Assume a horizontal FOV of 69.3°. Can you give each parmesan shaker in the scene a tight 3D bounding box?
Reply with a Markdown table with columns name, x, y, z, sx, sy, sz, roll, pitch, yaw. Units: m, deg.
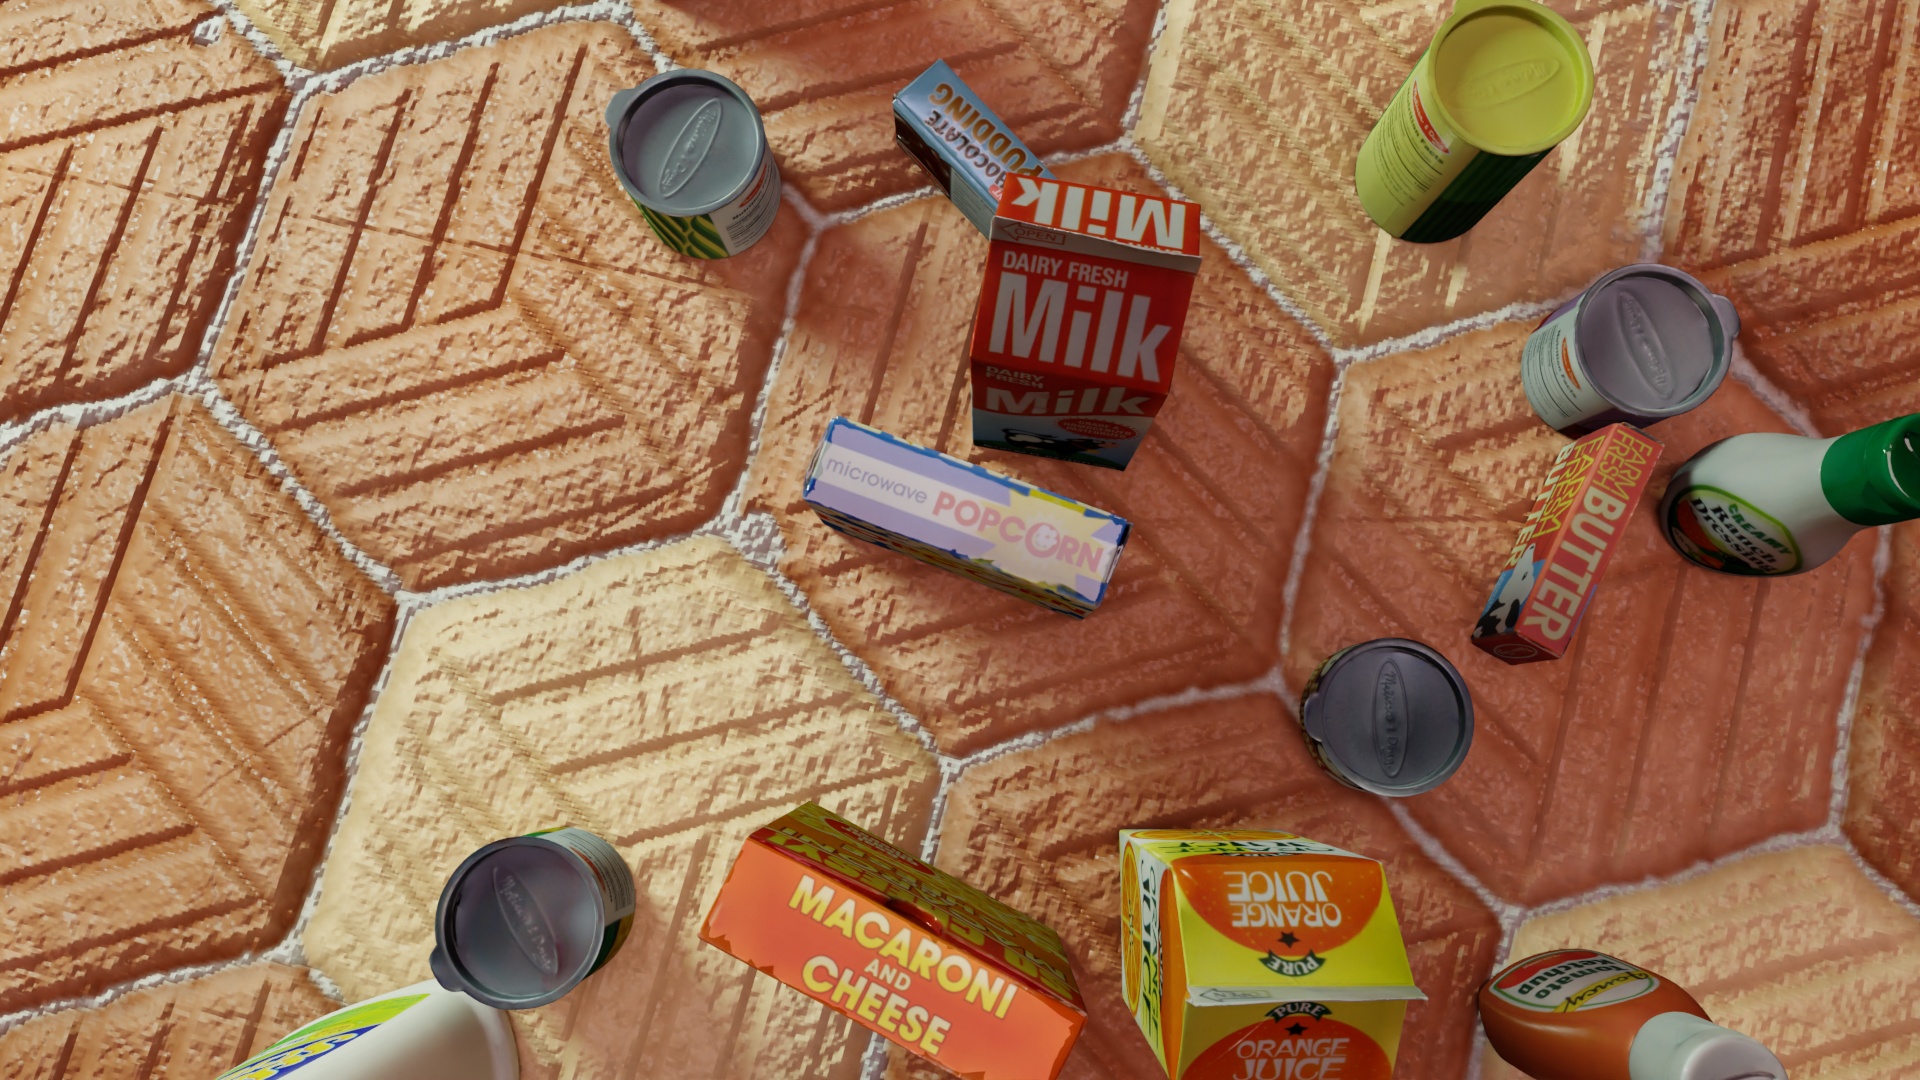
| name | x | y | z | sx | sy | sz | roll | pitch | yaw |
| --- | --- | --- | --- | --- | --- | --- | --- | --- | --- |
| parmesan shaker | 0.215 | -0.178 | 0.594 | 0.071 | 0.103 | 0.071 | 0 | 82 | 0 |

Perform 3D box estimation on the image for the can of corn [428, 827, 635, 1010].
| name | x | y | z | sx | sy | sz | roll | pitch | yaw |
| --- | --- | --- | --- | --- | --- | --- | --- | --- | --- |
| can of corn | -0.174 | 0.154 | 0.568 | 0.071 | 0.058 | 0.071 | 0 | 82 | 0 |

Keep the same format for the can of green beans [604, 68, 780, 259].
| name | x | y | z | sx | sy | sz | roll | pitch | yaw |
| --- | --- | --- | --- | --- | --- | --- | --- | --- | --- |
| can of green beans | -0.115 | -0.165 | 0.614 | 0.071 | 0.057 | 0.071 | 0 | 82 | 0 |

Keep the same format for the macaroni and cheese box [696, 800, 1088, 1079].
| name | x | y | z | sx | sy | sz | roll | pitch | yaw |
| --- | --- | --- | --- | --- | --- | --- | --- | --- | --- |
| macaroni and cheese box | -0.021 | 0.145 | 0.515 | 0.124 | 0.166 | 0.040 | 27 | 83 | 4 |

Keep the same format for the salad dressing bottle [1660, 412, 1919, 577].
| name | x | y | z | sx | sy | sz | roll | pitch | yaw |
| --- | --- | --- | --- | --- | --- | --- | --- | --- | --- |
| salad dressing bottle | 0.335 | -0.018 | 0.549 | 0.044 | 0.147 | 0.064 | -44 | 85 | -5 |

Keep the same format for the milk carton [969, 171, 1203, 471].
| name | x | y | z | sx | sy | sz | roll | pitch | yaw |
| --- | --- | --- | --- | --- | --- | --- | --- | --- | --- |
| milk carton | 0.045 | -0.084 | 0.536 | 0.072 | 0.190 | 0.073 | 11 | 83 | 1 |

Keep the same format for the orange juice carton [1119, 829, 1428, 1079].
| name | x | y | z | sx | sy | sz | roll | pitch | yaw |
| --- | --- | --- | --- | --- | --- | --- | --- | --- | --- |
| orange juice carton | 0.103 | 0.148 | 0.502 | 0.072 | 0.192 | 0.073 | 0 | 82 | 0 |

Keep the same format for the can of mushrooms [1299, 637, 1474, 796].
| name | x | y | z | sx | sy | sz | roll | pitch | yaw |
| --- | --- | --- | --- | --- | --- | --- | --- | --- | --- |
| can of mushrooms | 0.178 | 0.075 | 0.593 | 0.071 | 0.033 | 0.071 | 0 | 82 | 0 |

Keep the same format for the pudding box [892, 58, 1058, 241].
| name | x | y | z | sx | sy | sz | roll | pitch | yaw |
| --- | --- | --- | --- | --- | --- | --- | --- | --- | --- |
| pudding box | 0.007 | -0.168 | 0.619 | 0.030 | 0.049 | 0.084 | -42 | 84 | -5 |

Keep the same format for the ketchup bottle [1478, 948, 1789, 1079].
| name | x | y | z | sx | sy | sz | roll | pitch | yaw |
| --- | --- | --- | --- | --- | --- | --- | --- | --- | --- |
| ketchup bottle | 0.250 | 0.188 | 0.519 | 0.065 | 0.148 | 0.043 | -18 | 83 | -2 |

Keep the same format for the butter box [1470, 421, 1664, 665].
| name | x | y | z | sx | sy | sz | roll | pitch | yaw |
| --- | --- | --- | --- | --- | --- | --- | --- | --- | --- |
| butter box | 0.258 | 0.002 | 0.594 | 0.024 | 0.053 | 0.103 | 28 | 83 | 4 |

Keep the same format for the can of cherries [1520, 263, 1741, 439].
| name | x | y | z | sx | sy | sz | roll | pitch | yaw |
| --- | --- | --- | --- | --- | --- | --- | --- | --- | --- |
| can of cherries | 0.289 | -0.080 | 0.603 | 0.071 | 0.058 | 0.071 | 0 | 82 | 0 |

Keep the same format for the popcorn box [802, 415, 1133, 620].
| name | x | y | z | sx | sy | sz | roll | pitch | yaw |
| --- | --- | --- | --- | --- | --- | --- | --- | --- | --- |
| popcorn box | 0.002 | -0.007 | 0.578 | 0.127 | 0.085 | 0.038 | 20 | 83 | 3 |
